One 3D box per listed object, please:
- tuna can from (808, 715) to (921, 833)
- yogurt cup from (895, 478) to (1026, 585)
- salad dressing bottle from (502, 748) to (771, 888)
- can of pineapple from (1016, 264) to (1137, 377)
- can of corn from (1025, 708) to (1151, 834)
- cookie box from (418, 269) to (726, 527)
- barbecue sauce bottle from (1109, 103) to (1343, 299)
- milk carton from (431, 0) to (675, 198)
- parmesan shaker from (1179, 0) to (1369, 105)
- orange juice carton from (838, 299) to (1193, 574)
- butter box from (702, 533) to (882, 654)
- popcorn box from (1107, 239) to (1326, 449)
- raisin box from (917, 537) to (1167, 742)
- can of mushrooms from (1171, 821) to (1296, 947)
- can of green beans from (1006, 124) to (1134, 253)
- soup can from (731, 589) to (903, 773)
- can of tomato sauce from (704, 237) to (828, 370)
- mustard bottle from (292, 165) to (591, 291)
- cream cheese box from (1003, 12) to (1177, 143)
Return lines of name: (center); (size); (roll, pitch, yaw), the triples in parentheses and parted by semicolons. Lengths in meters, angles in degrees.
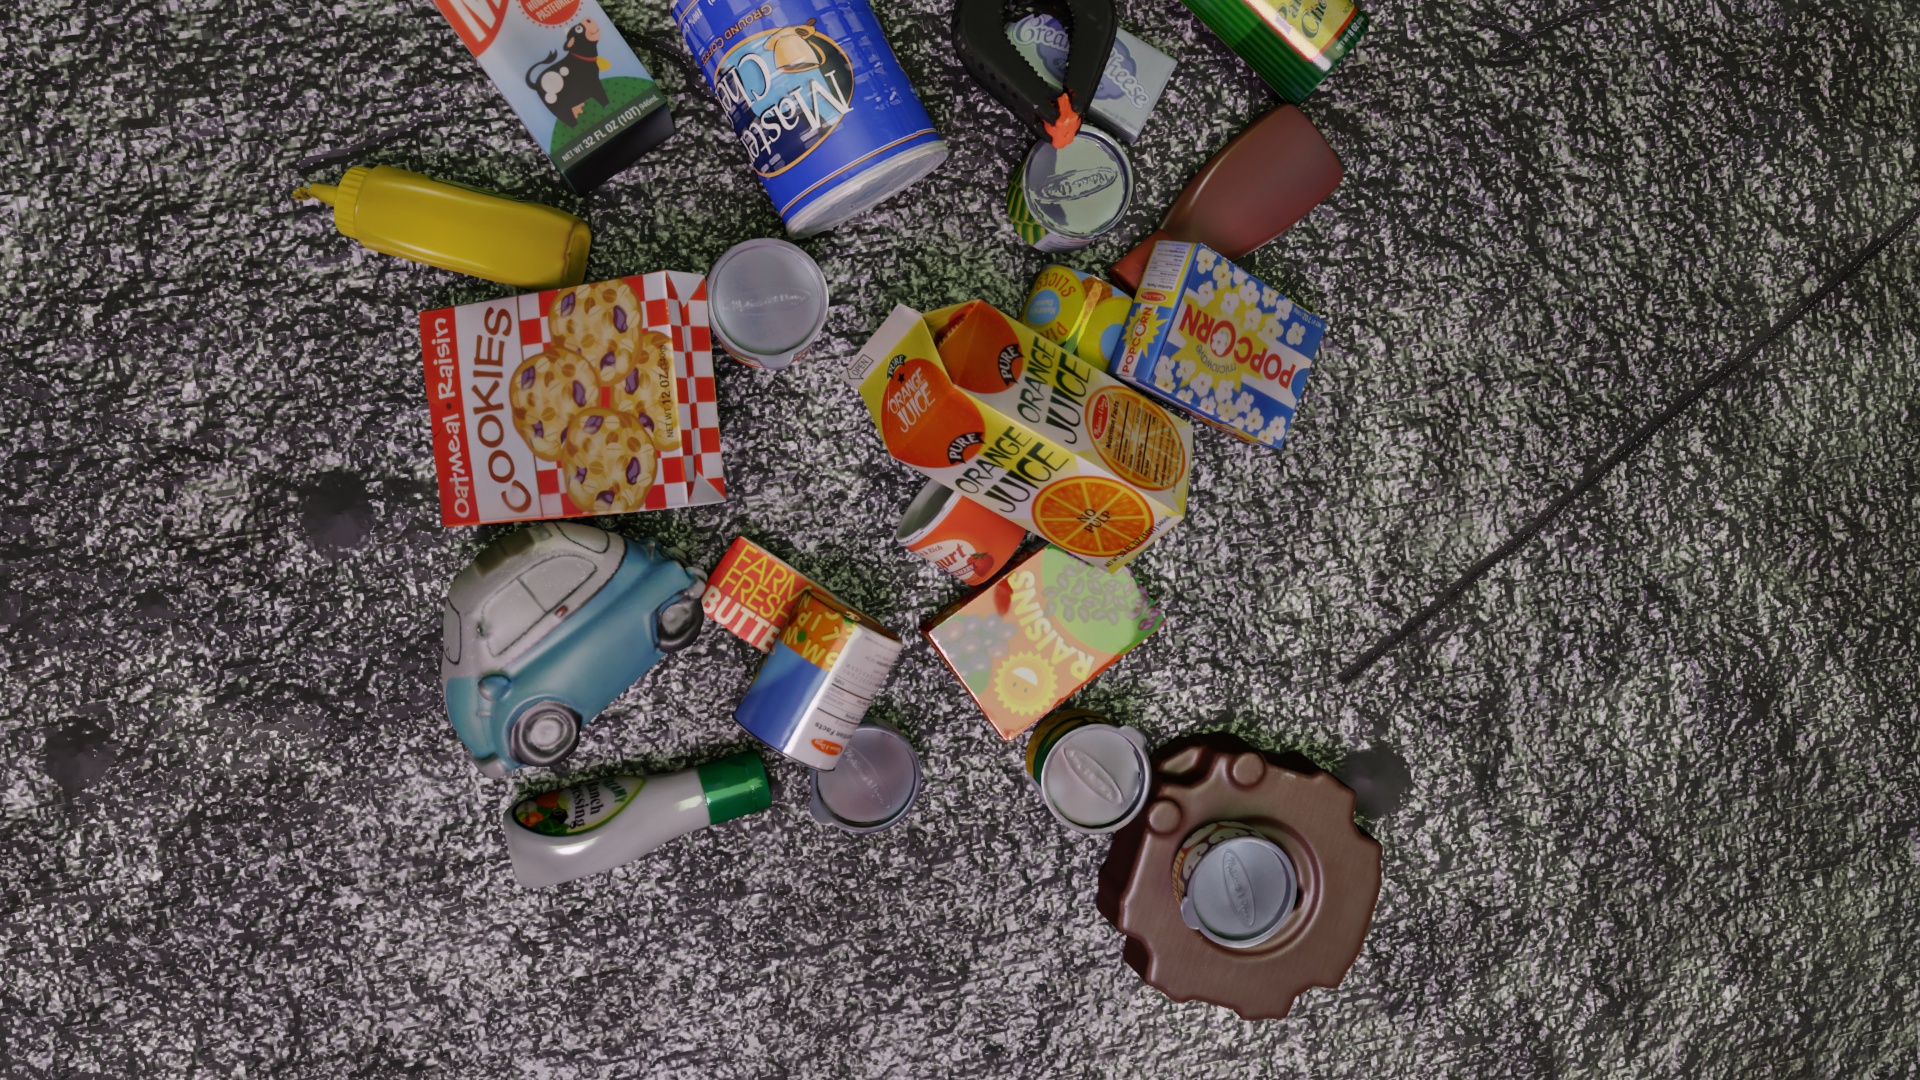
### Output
tuna can: (-0.060, 0.141, 0.835); (0.071, 0.033, 0.071); (0, 93, -8)
yogurt cup: (0.003, -0.010, 0.822); (0.054, 0.072, 0.072); (39, 87, -17)
salad dressing bottle: (-0.185, 0.158, 0.806); (0.148, 0.064, 0.043); (-14, 114, -16)
can of pineapple: (0.065, -0.124, 0.822); (0.071, 0.071, 0.058); (25, 88, -9)
can of corn: (0.078, 0.136, 0.842); (0.071, 0.058, 0.071); (0, 93, -8)
cookie box: (-0.214, -0.074, 0.758); (0.167, 0.040, 0.123); (-4, 94, 23)
barbecue sauce bottle: (0.158, -0.197, 0.845); (0.148, 0.044, 0.065); (-39, 100, -4)
milk carton: (-0.244, -0.293, 0.765); (0.072, 0.073, 0.190); (-37, 97, -5)
parmesan shaker: (0.187, -0.323, 0.833); (0.103, 0.071, 0.071); (39, 87, -9)
orange juice carton: (0.031, -0.065, 0.776); (0.192, 0.071, 0.073); (28, 49, -17)
butter box: (-0.103, 0.044, 0.828); (0.103, 0.024, 0.053); (33, 87, -9)
popcorn box: (0.154, -0.115, 0.824); (0.127, 0.038, 0.085); (20, 90, -38)
raisin box: (0.050, 0.051, 0.844); (0.123, 0.040, 0.086); (-36, 98, -6)
can of mushrooms: (0.157, 0.201, 0.813); (0.071, 0.033, 0.071); (-1, 96, -10)
can of green beans: (0.064, -0.207, 0.823); (0.071, 0.058, 0.071); (0, 93, -8)
soup can: (-0.082, 0.078, 0.788); (0.071, 0.071, 0.084); (30, 89, -9)
can of tomato sauce: (-0.109, -0.130, 0.788); (0.071, 0.083, 0.071); (0, 93, -8)
mustard bottle: (-0.290, -0.177, 0.770); (0.160, 0.065, 0.048); (14, 95, -5)
cream cheese box: (0.073, -0.288, 0.837); (0.104, 0.024, 0.053); (27, 87, -9)
